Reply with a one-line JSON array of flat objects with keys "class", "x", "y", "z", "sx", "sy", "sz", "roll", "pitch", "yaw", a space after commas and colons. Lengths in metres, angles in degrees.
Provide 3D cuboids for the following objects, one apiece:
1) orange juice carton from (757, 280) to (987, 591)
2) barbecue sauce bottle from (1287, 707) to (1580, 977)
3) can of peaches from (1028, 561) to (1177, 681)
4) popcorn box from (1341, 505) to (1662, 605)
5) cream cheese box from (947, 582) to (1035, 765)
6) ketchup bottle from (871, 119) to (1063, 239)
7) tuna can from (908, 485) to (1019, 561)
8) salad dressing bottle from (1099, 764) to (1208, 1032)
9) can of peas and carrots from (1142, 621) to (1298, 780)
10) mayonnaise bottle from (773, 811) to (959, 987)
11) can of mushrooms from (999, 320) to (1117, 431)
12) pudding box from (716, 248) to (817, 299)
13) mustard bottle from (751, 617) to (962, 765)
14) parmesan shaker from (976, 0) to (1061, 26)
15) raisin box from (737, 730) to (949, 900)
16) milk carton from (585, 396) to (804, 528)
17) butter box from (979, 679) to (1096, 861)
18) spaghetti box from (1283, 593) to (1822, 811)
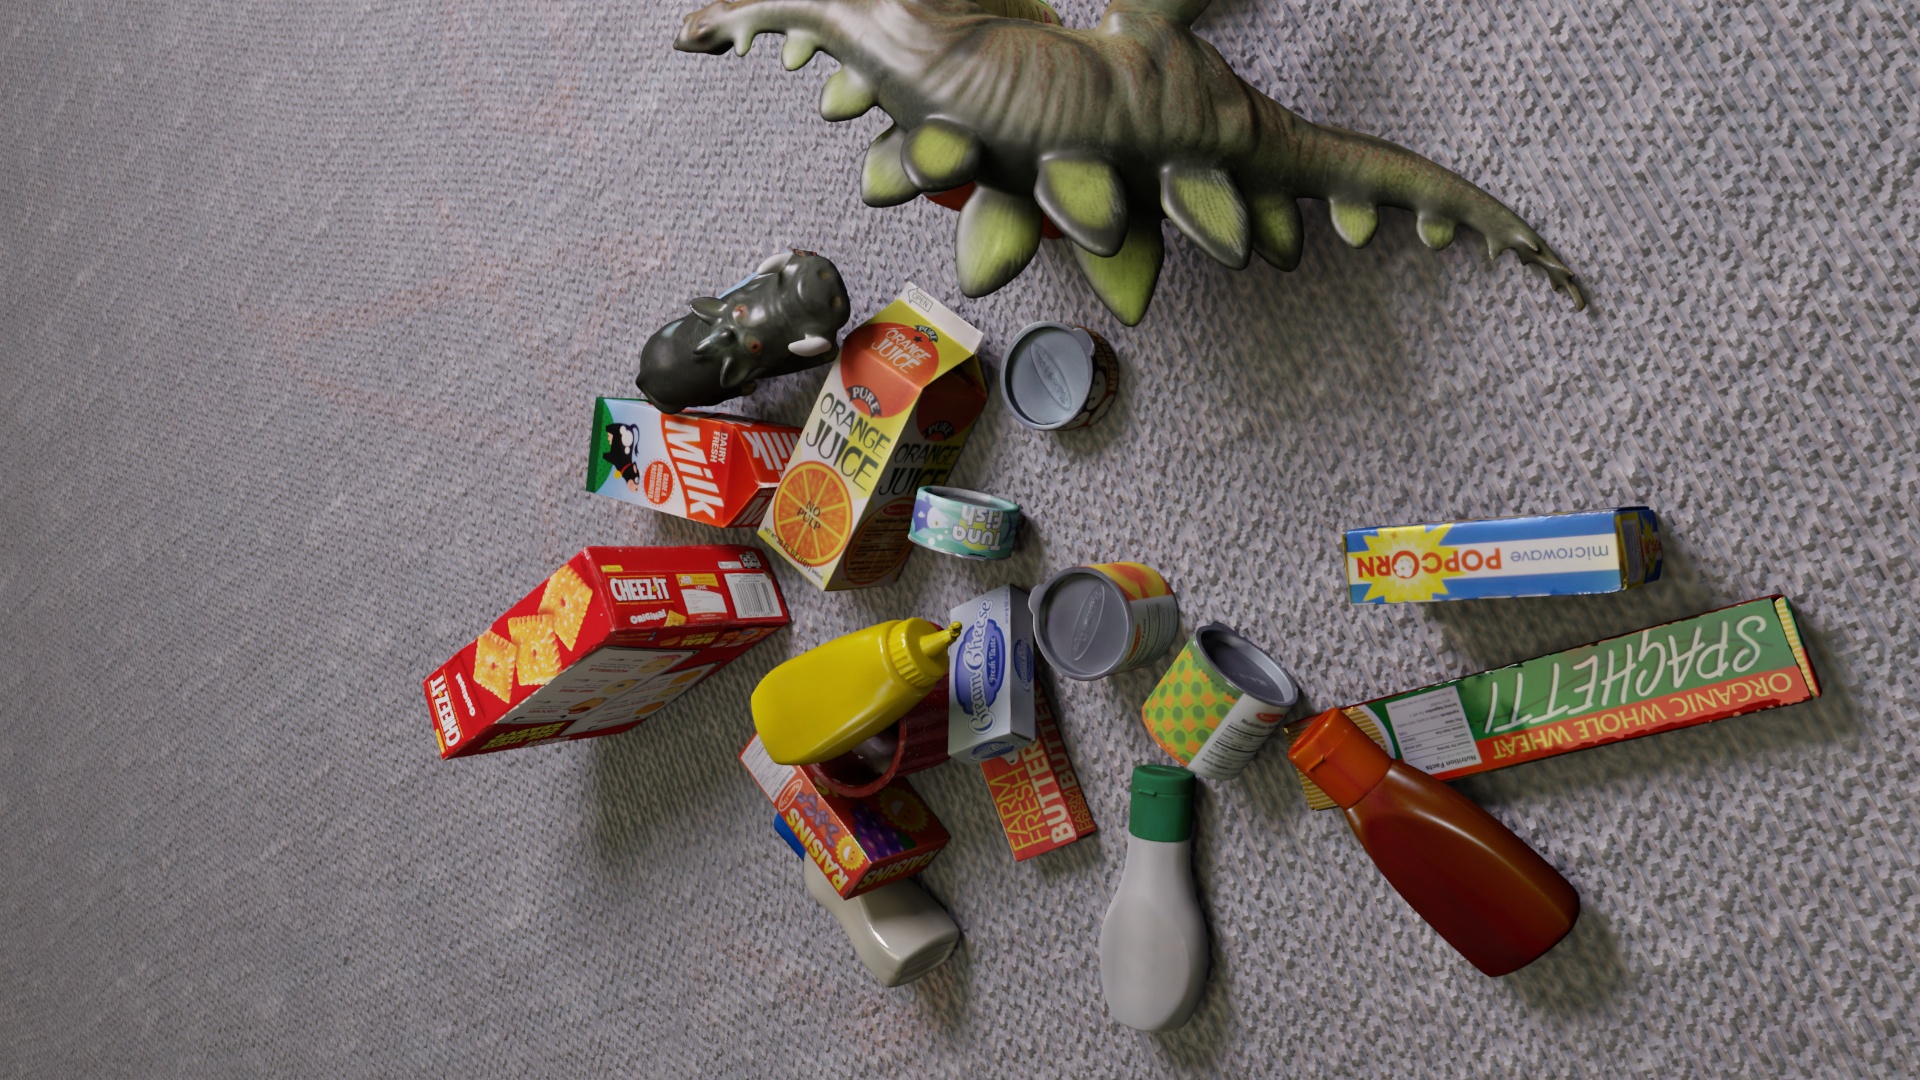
[{"class": "orange juice carton", "x": -0.050, "y": -0.066, "z": 0.899, "sx": 0.072, "sy": 0.073, "sz": 0.192, "roll": 38, "pitch": 112, "yaw": 29}, {"class": "barbecue sauce bottle", "x": 0.231, "y": 0.147, "z": 0.694, "sx": 0.148, "sy": 0.044, "sz": 0.064, "roll": 43, "pitch": 127, "yaw": 6}, {"class": "can of peaches", "x": 0.084, "y": 0.045, "z": 0.815, "sx": 0.071, "sy": 0.058, "sz": 0.071, "roll": 2, "pitch": 94, "yaw": 37}, {"class": "popcorn box", "x": 0.260, "y": 0.007, "z": 0.669, "sx": 0.126, "sy": 0.085, "sz": 0.038, "roll": -5, "pitch": 90, "yaw": 36}, {"class": "cream cheese box", "x": 0.019, "y": 0.083, "z": 0.859, "sx": 0.053, "sy": 0.024, "sz": 0.104, "roll": -27, "pitch": 48, "yaw": 35}, {"class": "ketchup bottle", "x": 0.008, "y": -0.212, "z": 0.805, "sx": 0.065, "sy": 0.149, "sz": 0.043, "roll": 40, "pitch": 113, "yaw": 28}, {"class": "tuna can", "x": 0.003, "y": -0.011, "z": 0.865, "sx": 0.071, "sy": 0.071, "sz": 0.032, "roll": 18, "pitch": 102, "yaw": 34}, {"class": "salad dressing bottle", "x": 0.114, "y": 0.207, "z": 0.809, "sx": 0.064, "sy": 0.044, "sz": 0.147, "roll": 5, "pitch": 94, "yaw": 38}, {"class": "can of peas and carrots", "x": 0.142, "y": 0.089, "z": 0.771, "sx": 0.071, "sy": 0.071, "sz": 0.058, "roll": 44, "pitch": 116, "yaw": 26}, {"class": "mayonnaise bottle", "x": -0.069, "y": 0.230, "z": 0.933, "sx": 0.148, "sy": 0.065, "sz": 0.041, "roll": 40, "pitch": 122, "yaw": 32}, {"class": "can of mushrooms", "x": 0.062, "y": -0.100, "z": 0.841, "sx": 0.071, "sy": 0.033, "sz": 0.071, "roll": 1, "pitch": 92, "yaw": 37}, {"class": "pudding box", "x": -0.133, "y": -0.166, "z": 0.982, "sx": 0.083, "sy": 0.030, "sz": 0.050, "roll": -25, "pitch": 79, "yaw": 34}, {"class": "mustard bottle", "x": -0.055, "y": 0.083, "z": 0.820, "sx": 0.159, "sy": 0.049, "sz": 0.065, "roll": -29, "pitch": 76, "yaw": 32}, {"class": "parmesan shaker", "x": 0.006, "y": -0.308, "z": 0.831, "sx": 0.071, "sy": 0.103, "sz": 0.071, "roll": 2, "pitch": 93, "yaw": 36}, {"class": "raisin box", "x": -0.077, "y": 0.171, "z": 0.920, "sx": 0.123, "sy": 0.086, "sz": 0.040, "roll": 48, "pitch": 116, "yaw": 25}, {"class": "milk carton", "x": -0.177, "y": -0.054, "z": 0.993, "sx": 0.190, "sy": 0.072, "sz": 0.073, "roll": 14, "pitch": 100, "yaw": 35}, {"class": "butter box", "x": 0.042, "y": 0.144, "z": 0.870, "sx": 0.053, "sy": 0.024, "sz": 0.103, "roll": -30, "pitch": 74, "yaw": 34}, {"class": "spaghetti box", "x": 0.283, "y": 0.084, "z": 0.690, "sx": 0.249, "sy": 0.029, "sz": 0.050, "roll": -22, "pitch": 79, "yaw": 35}]
